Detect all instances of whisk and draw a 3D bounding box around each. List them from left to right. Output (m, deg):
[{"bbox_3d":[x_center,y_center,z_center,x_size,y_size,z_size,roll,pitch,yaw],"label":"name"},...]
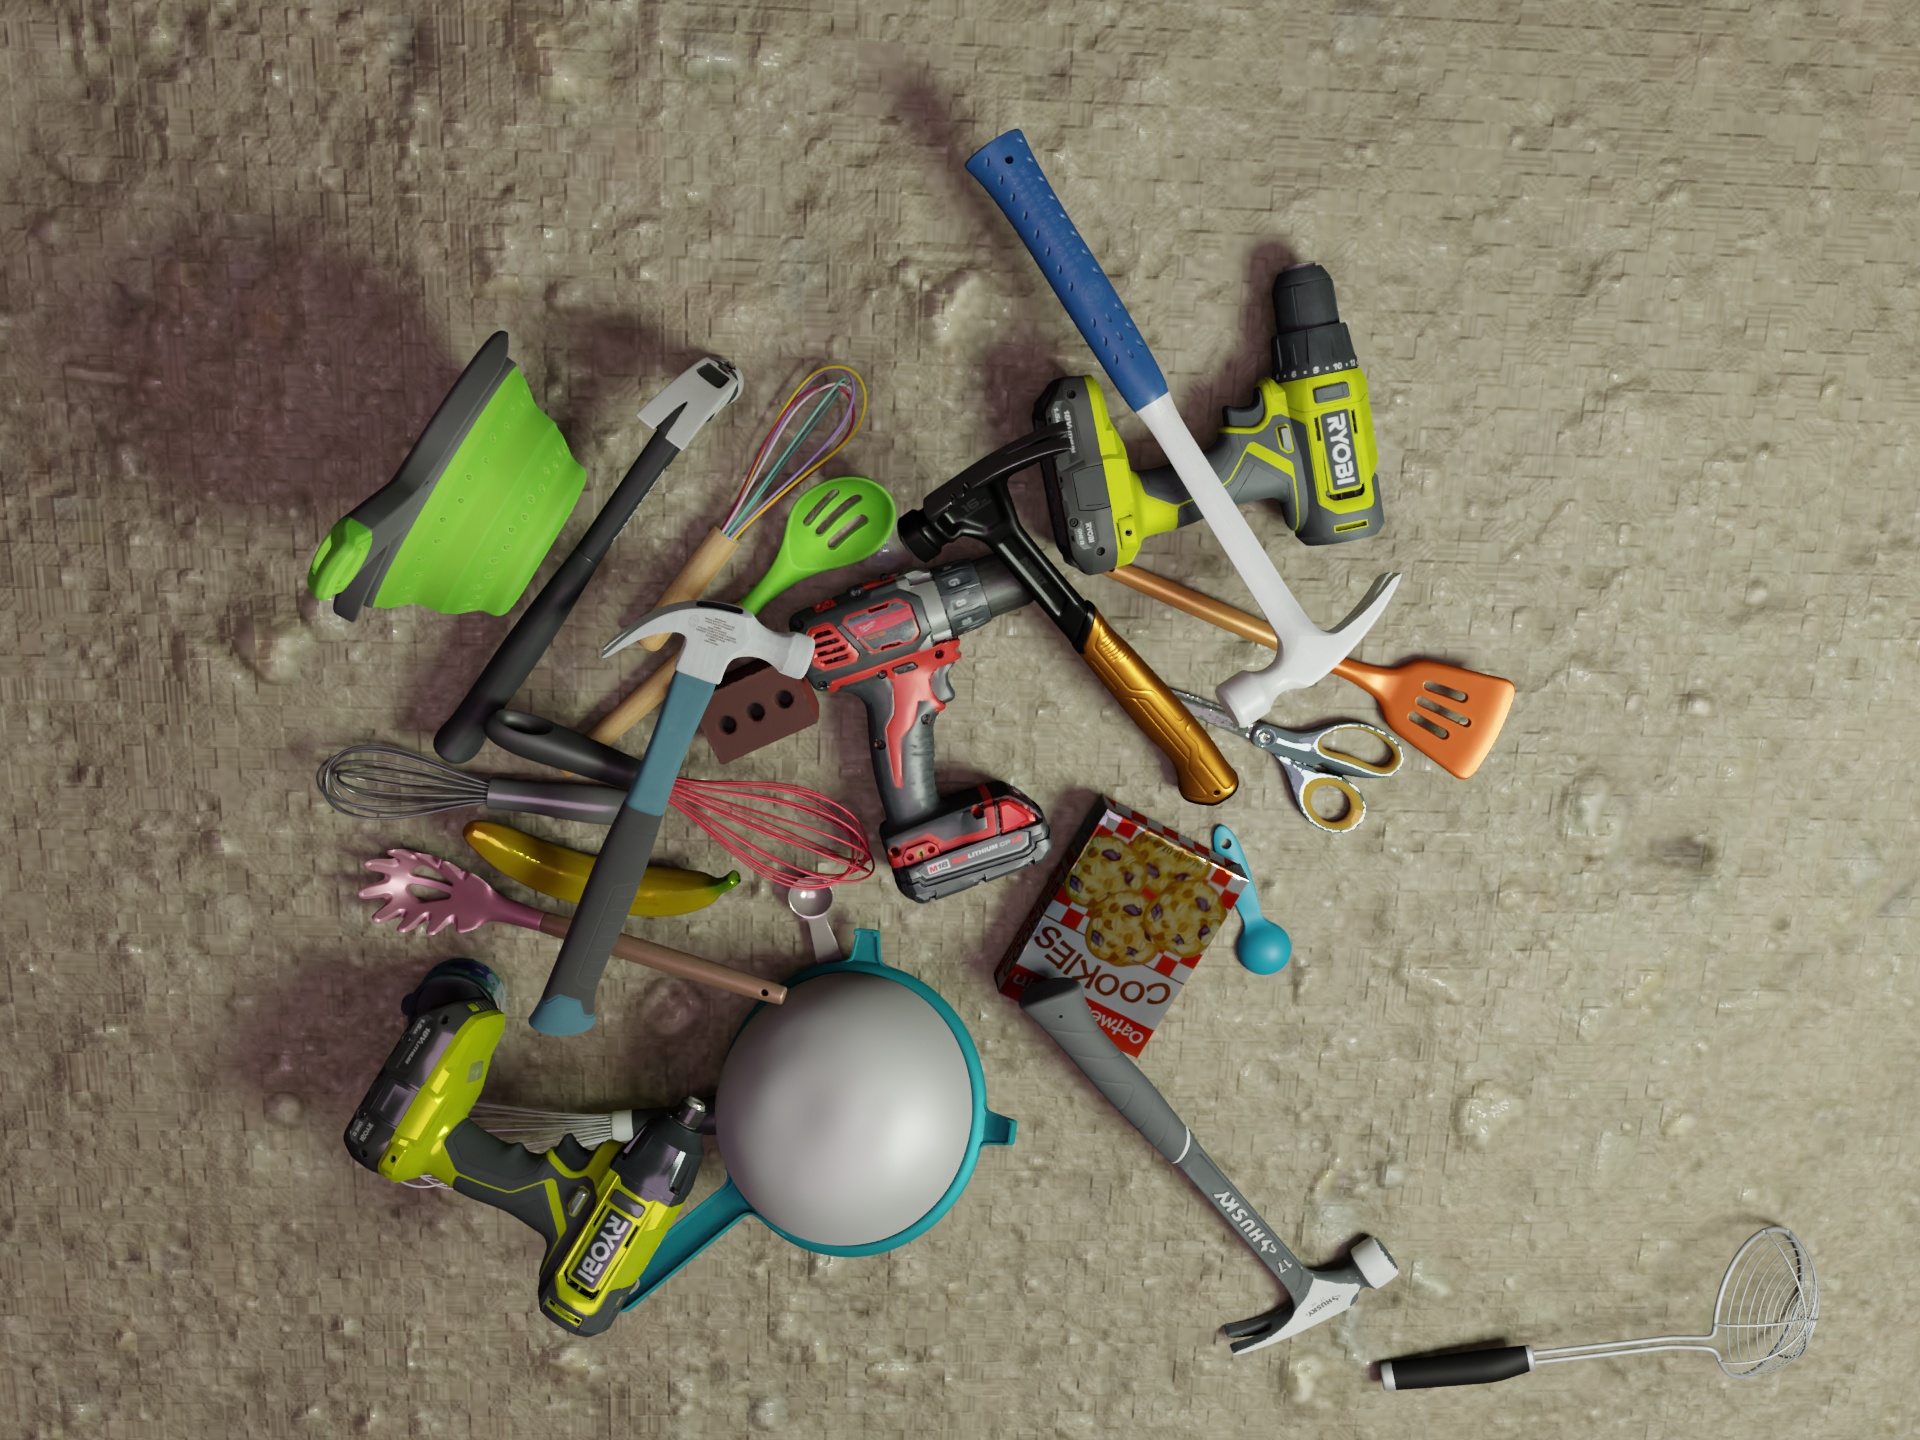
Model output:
[{"bbox_3d":[-0.337,0.054,1.141,0.239,0.055,0.055,7,104,-9],"label":"whisk"},{"bbox_3d":[-0.288,0.311,1.204,0.284,0.070,0.070,-4,105,-8],"label":"whisk"},{"bbox_3d":[-0.192,0.052,1.122,0.295,0.073,0.073,22,102,-17],"label":"whisk"},{"bbox_3d":[-0.147,-0.144,1.106,0.047,0.051,0.245,36,102,-17],"label":"whisk"}]

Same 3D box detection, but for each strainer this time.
[{"bbox_3d":[-0.143,0.314,1.132,0.340,0.095,0.211,-40,69,4],"label":"strainer"}]

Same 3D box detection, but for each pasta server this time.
[{"bbox_3d":[-0.277,0.154,1.141,0.316,0.040,0.060,16,98,7],"label":"pasta server"}]

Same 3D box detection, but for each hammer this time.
[{"bbox_3d":[-0.260,-0.100,1.075,0.035,0.146,0.334,37,107,-9],"label":"hammer"},{"bbox_3d":[-0.218,0.071,1.079,0.128,0.033,0.331,21,104,-13],"label":"hammer"},{"bbox_3d":[0.104,-0.054,1.091,0.127,0.034,0.336,-31,125,18],"label":"hammer"},{"bbox_3d":[0.135,-0.201,1.036,0.144,0.035,0.405,-33,97,-2],"label":"hammer"},{"bbox_3d":[0.175,0.342,1.227,0.149,0.036,0.408,-37,112,8],"label":"hammer"}]

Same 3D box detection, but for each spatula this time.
[{"bbox_3d":[0.243,-0.053,1.155,0.322,0.041,0.081,22,103,-8],"label":"spatula"}]

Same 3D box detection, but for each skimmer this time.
[{"bbox_3d":[0.529,0.503,1.322,0.363,0.090,0.127,-11,108,10],"label":"skimmer"}]

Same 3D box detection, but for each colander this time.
[{"bbox_3d":[-0.289,-0.109,0.924,0.094,0.397,0.204,31,100,-16],"label":"colander"}]

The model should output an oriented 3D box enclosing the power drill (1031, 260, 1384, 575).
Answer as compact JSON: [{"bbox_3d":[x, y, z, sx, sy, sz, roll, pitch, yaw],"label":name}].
[{"bbox_3d":[0.170,-0.202,1.095,0.228,0.080,0.190,-12,100,-3],"label":"power drill"}]

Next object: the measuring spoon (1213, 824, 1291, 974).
[{"bbox_3d":[0.219,0.139,1.211,0.042,0.021,0.128,-22,104,2],"label":"measuring spoon"}]

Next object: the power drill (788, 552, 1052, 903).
[{"bbox_3d":[-0.002,-0.004,1.135,0.188,0.080,0.226,-20,101,-3],"label":"power drill"}]

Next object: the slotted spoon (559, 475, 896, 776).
[{"bbox_3d":[-0.172,-0.065,1.131,0.314,0.031,0.070,-41,124,9],"label":"slotted spoon"}]

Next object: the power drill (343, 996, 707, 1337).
[{"bbox_3d":[-0.297,0.296,1.113,0.223,0.080,0.171,31,88,8],"label":"power drill"}]

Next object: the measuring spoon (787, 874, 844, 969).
[{"bbox_3d":[-0.102,0.169,1.205,0.034,0.018,0.124,-13,112,2],"label":"measuring spoon"}]
